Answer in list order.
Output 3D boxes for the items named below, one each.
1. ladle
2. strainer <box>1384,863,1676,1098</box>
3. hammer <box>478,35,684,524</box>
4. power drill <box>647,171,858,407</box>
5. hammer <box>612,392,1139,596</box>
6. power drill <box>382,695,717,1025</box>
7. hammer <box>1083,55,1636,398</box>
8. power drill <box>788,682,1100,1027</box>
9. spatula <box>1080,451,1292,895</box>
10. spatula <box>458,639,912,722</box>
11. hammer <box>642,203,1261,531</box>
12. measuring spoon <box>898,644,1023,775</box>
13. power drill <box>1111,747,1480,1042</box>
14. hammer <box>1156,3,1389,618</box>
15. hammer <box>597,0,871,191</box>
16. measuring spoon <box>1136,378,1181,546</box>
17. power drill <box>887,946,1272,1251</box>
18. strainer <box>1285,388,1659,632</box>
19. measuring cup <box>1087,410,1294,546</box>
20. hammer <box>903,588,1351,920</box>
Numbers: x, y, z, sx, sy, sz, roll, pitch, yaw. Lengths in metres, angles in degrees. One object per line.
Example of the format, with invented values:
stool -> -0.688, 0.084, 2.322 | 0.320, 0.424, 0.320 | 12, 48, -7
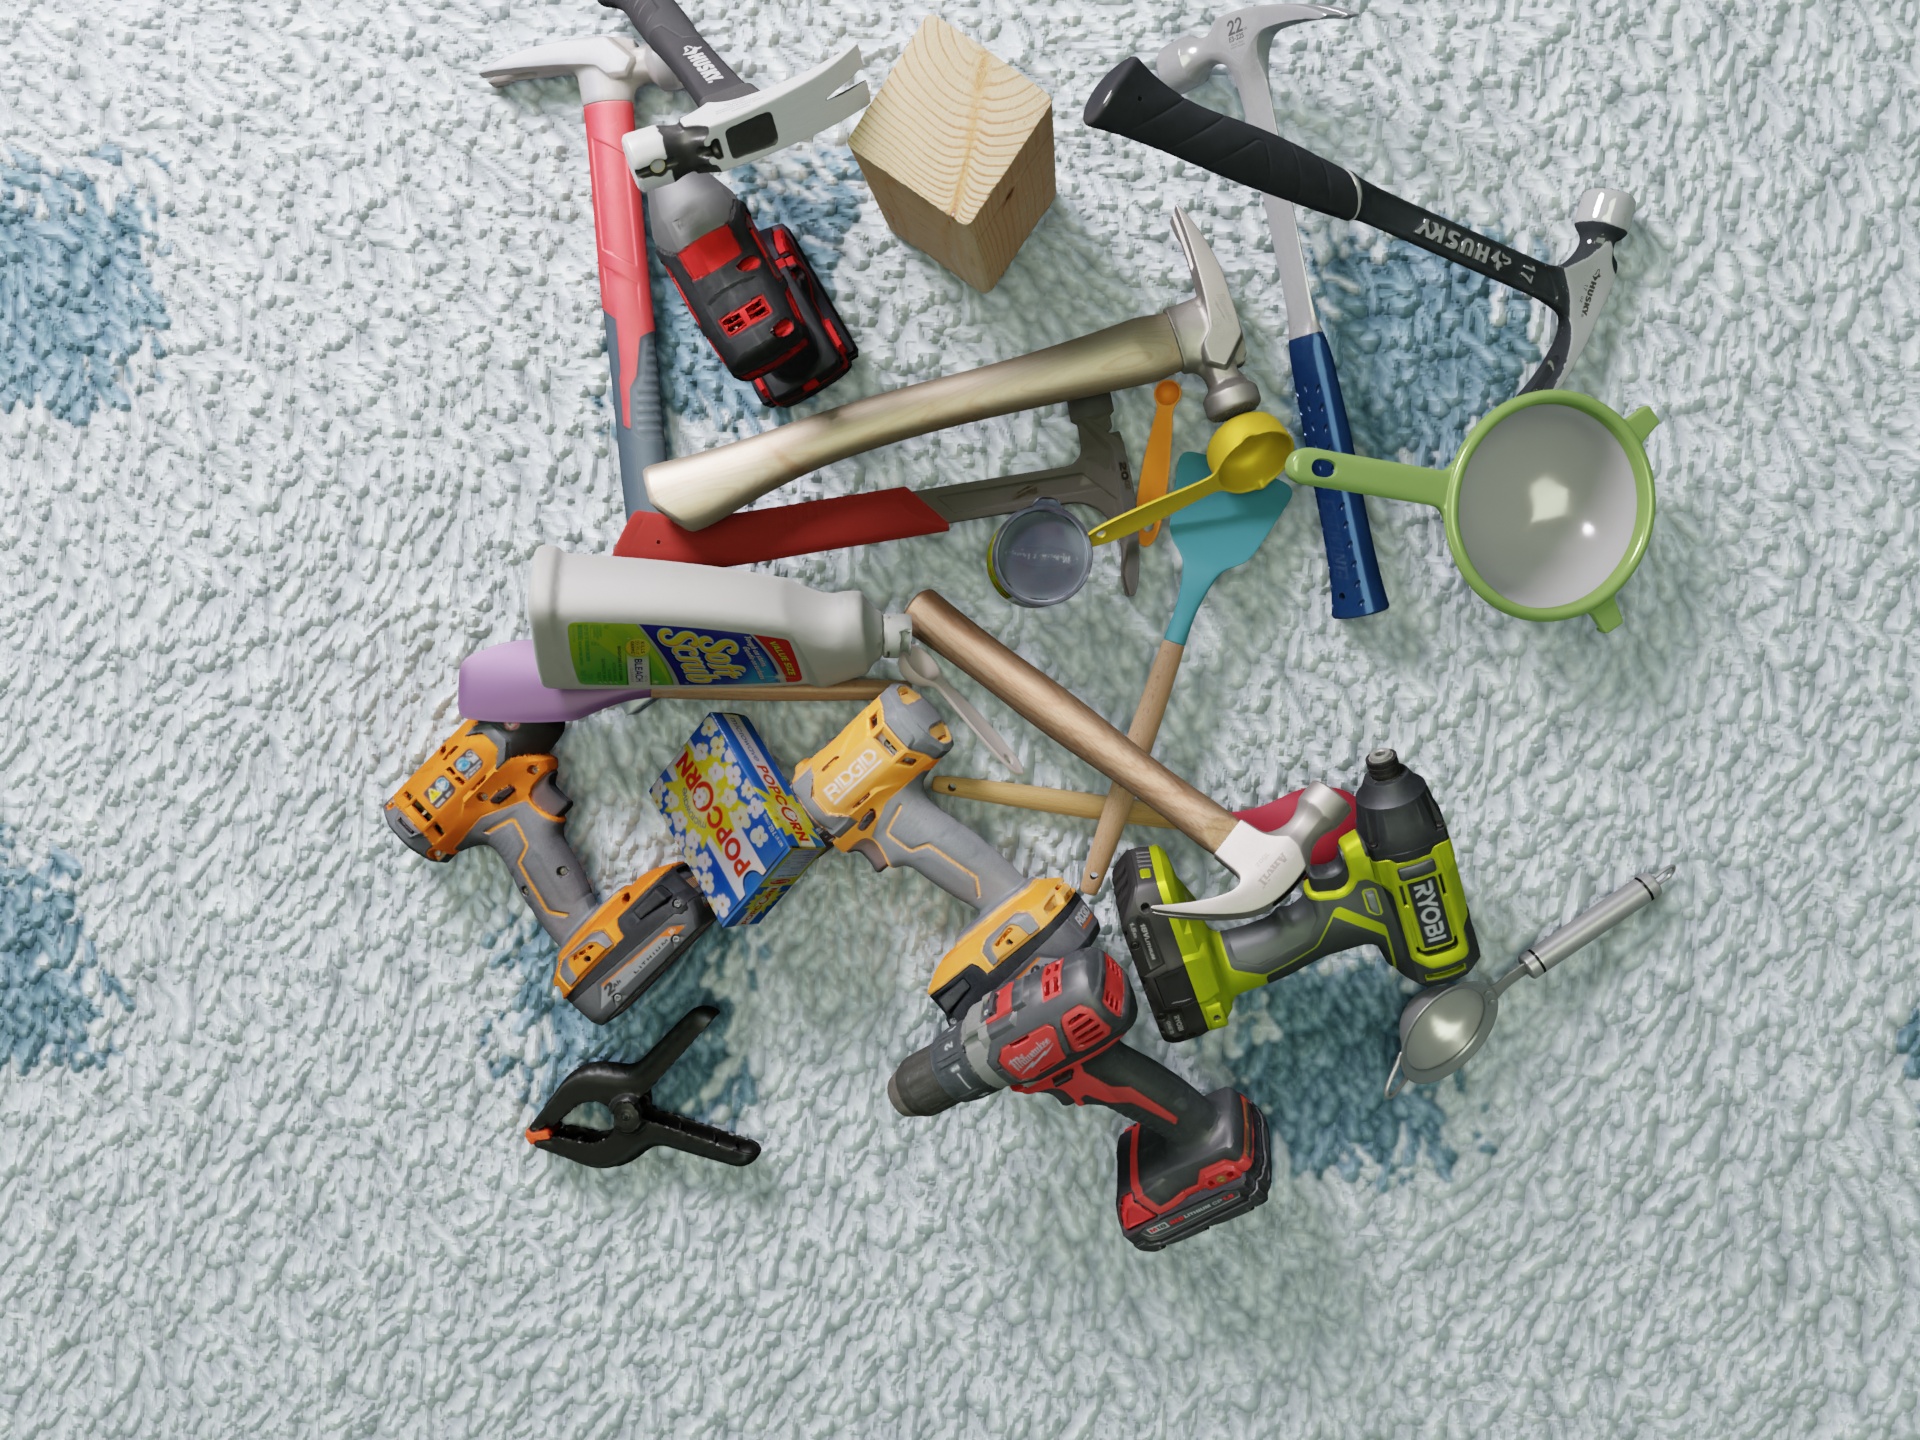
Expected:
ladle -> 0.135, 0.065, 1.126 | 0.315, 0.031, 0.069 | 8, 98, 6
strainer -> 0.389, 0.174, 1.106 | 0.258, 0.050, 0.086 | -34, 129, 0
hammer -> -0.249, -0.281, 1.125 | 0.143, 0.038, 0.386 | -4, 94, 6
power drill -> -0.139, -0.280, 1.024 | 0.078, 0.219, 0.143 | -30, 92, 6
hammer -> -0.058, -0.131, 1.101 | 0.359, 0.037, 0.149 | -10, 93, -2
power drill -> -0.279, 0.085, 1.133 | 0.226, 0.084, 0.164 | 45, 94, 4
hammer -> 0.254, -0.315, 0.991 | 0.408, 0.036, 0.149 | 12, 97, -26
power drill -> -0.037, 0.113, 1.113 | 0.185, 0.084, 0.226 | -42, 87, 17
spatula -> 0.142, -0.029, 1.106 | 0.082, 0.044, 0.317 | 19, 95, 5
spatula -> -0.192, -0.026, 1.121 | 0.316, 0.018, 0.060 | 1, 79, -6
hammer -> -0.014, -0.221, 1.067 | 0.410, 0.038, 0.146 | -17, 86, -2
measuring spoon -> -0.002, -0.004, 1.132 | 0.124, 0.034, 0.018 | 47, 118, -4
power drill -> 0.223, 0.120, 1.076 | 0.223, 0.080, 0.171 | -18, 113, 8
hammer -> 0.232, -0.269, 1.061 | 0.035, 0.144, 0.405 | -20, 100, -37
hammer -> -0.170, -0.424, 0.997 | 0.146, 0.335, 0.035 | -22, 134, -9
measuring spoon -> 0.139, -0.180, 1.116 | 0.021, 0.011, 0.117 | 11, 98, 22
power drill -> 0.081, 0.261, 1.070 | 0.188, 0.080, 0.226 | -34, 116, 27
strainer -> 0.329, -0.149, 1.056 | 0.256, 0.069, 0.151 | 7, 95, -10
measuring cup -> 0.150, -0.162, 1.080 | 0.156, 0.062, 0.029 | -25, 58, 7
hammer -> 0.087, 0.014, 1.063 | 0.331, 0.031, 0.130 | 37, 85, 23
